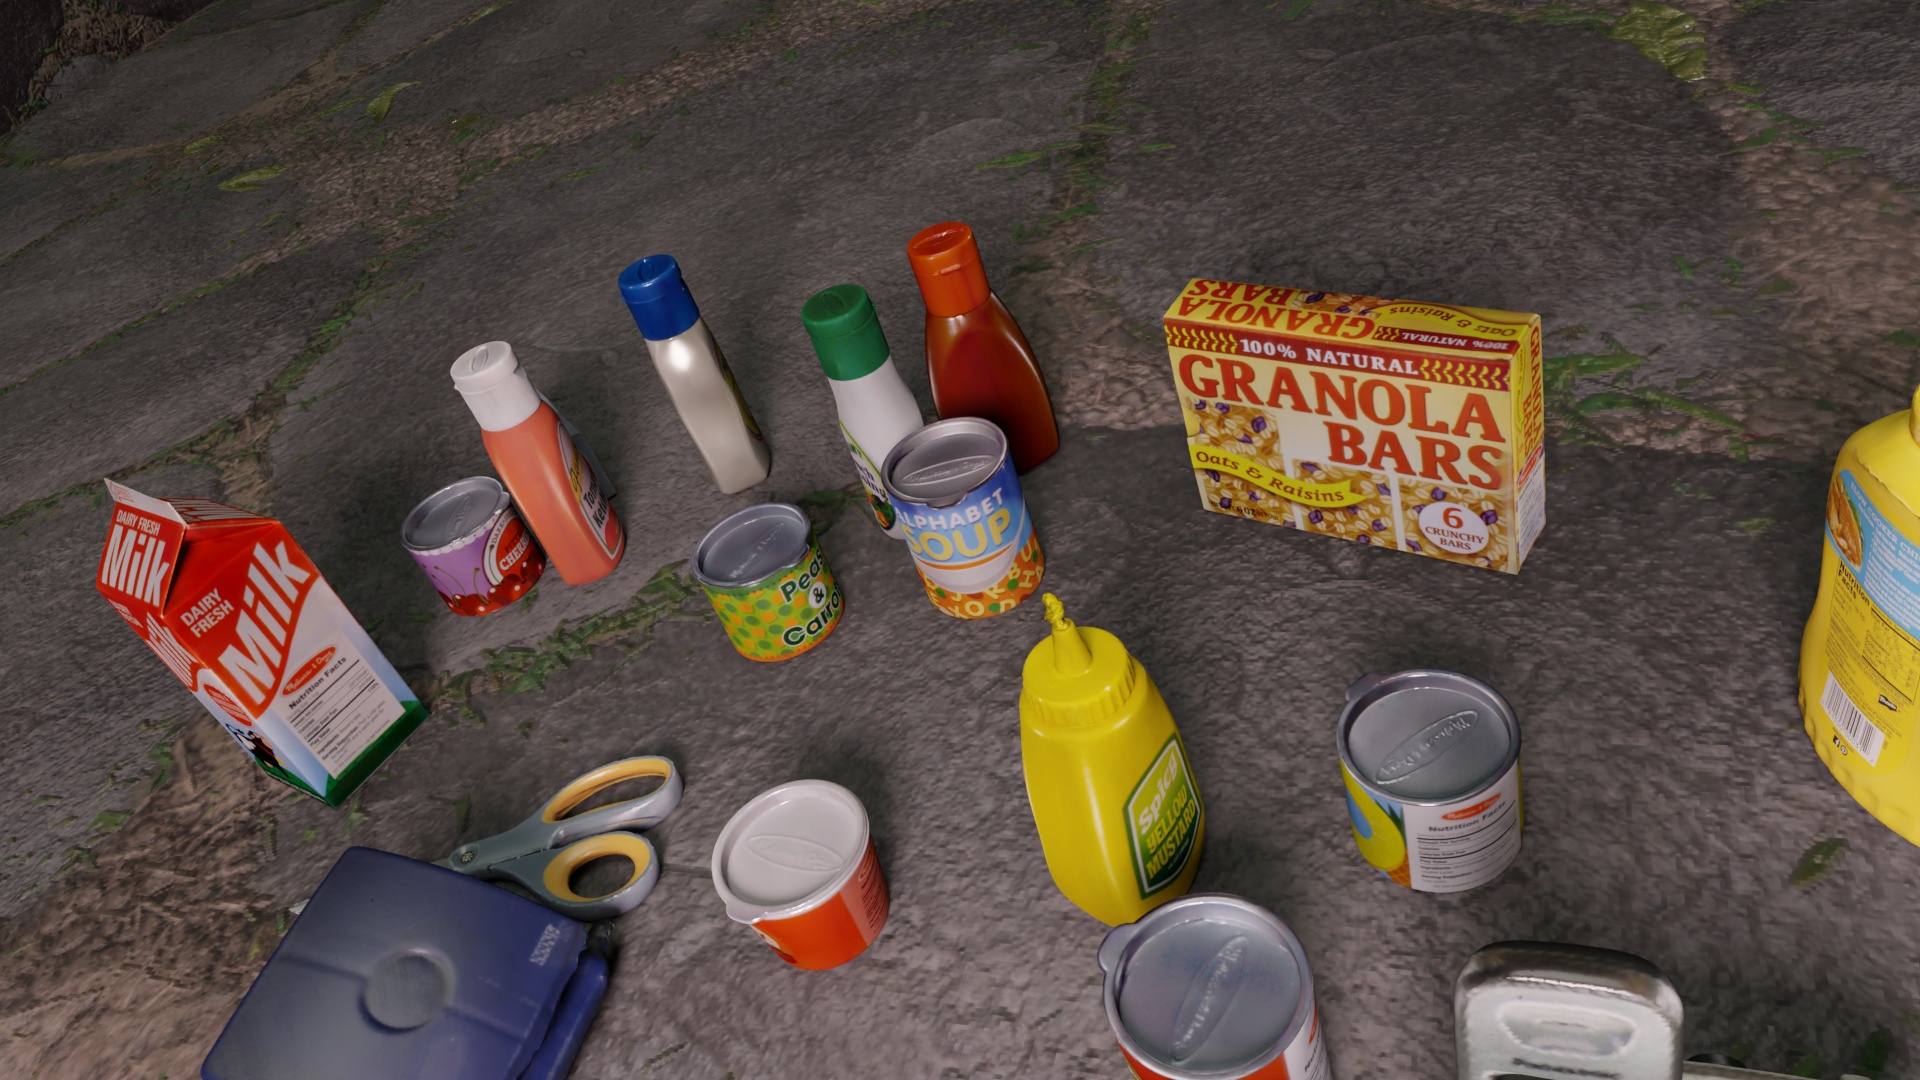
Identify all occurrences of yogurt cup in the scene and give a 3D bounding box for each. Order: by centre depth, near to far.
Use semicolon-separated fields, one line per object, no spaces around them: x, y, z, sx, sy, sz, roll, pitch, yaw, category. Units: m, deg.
-0.064;0.143;0.585;0.072;0.053;0.073;-12;39;10;yogurt cup

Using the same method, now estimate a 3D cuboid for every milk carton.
-0.369;0.046;0.723;0.072;0.189;0.074;12;49;34;milk carton

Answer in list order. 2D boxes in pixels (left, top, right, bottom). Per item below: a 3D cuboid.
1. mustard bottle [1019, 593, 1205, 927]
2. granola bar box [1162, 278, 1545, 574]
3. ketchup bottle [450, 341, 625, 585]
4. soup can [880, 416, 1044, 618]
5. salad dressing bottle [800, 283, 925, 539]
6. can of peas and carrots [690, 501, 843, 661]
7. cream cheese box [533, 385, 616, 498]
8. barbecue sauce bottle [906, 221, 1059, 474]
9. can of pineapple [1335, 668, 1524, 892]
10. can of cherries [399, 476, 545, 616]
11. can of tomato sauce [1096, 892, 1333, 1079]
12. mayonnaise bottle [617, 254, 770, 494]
0.053;0.081;0.522;0.049;0.159;0.065;14;50;36;mustard bottle
0.185;-0.056;0.657;0.165;0.123;0.039;14;50;35;granola bar box
-0.246;-0.046;0.812;0.043;0.148;0.065;-18;38;3;ketchup bottle
0.003;-0.009;0.713;0.071;0.083;0.072;-12;39;10;soup can
-0.045;-0.068;0.752;0.044;0.147;0.064;-28;39;-9;salad dressing bottle
-0.100;0.022;0.740;0.071;0.058;0.071;-12;39;10;can of peas and carrots
-0.267;-0.064;0.919;0.024;0.053;0.104;-34;40;-17;cream cheese box
0.009;-0.103;0.770;0.065;0.147;0.044;-19;38;1;barbecue sauce bottle
0.181;0.091;0.537;0.071;0.057;0.071;-12;39;10;can of pineapple
-0.294;0.004;0.846;0.071;0.058;0.072;-12;39;10;can of cherries
0.087;0.169;0.464;0.071;0.082;0.071;-12;39;10;can of tomato sauce
-0.160;-0.101;0.841;0.041;0.147;0.065;-22;38;-1;mayonnaise bottle
